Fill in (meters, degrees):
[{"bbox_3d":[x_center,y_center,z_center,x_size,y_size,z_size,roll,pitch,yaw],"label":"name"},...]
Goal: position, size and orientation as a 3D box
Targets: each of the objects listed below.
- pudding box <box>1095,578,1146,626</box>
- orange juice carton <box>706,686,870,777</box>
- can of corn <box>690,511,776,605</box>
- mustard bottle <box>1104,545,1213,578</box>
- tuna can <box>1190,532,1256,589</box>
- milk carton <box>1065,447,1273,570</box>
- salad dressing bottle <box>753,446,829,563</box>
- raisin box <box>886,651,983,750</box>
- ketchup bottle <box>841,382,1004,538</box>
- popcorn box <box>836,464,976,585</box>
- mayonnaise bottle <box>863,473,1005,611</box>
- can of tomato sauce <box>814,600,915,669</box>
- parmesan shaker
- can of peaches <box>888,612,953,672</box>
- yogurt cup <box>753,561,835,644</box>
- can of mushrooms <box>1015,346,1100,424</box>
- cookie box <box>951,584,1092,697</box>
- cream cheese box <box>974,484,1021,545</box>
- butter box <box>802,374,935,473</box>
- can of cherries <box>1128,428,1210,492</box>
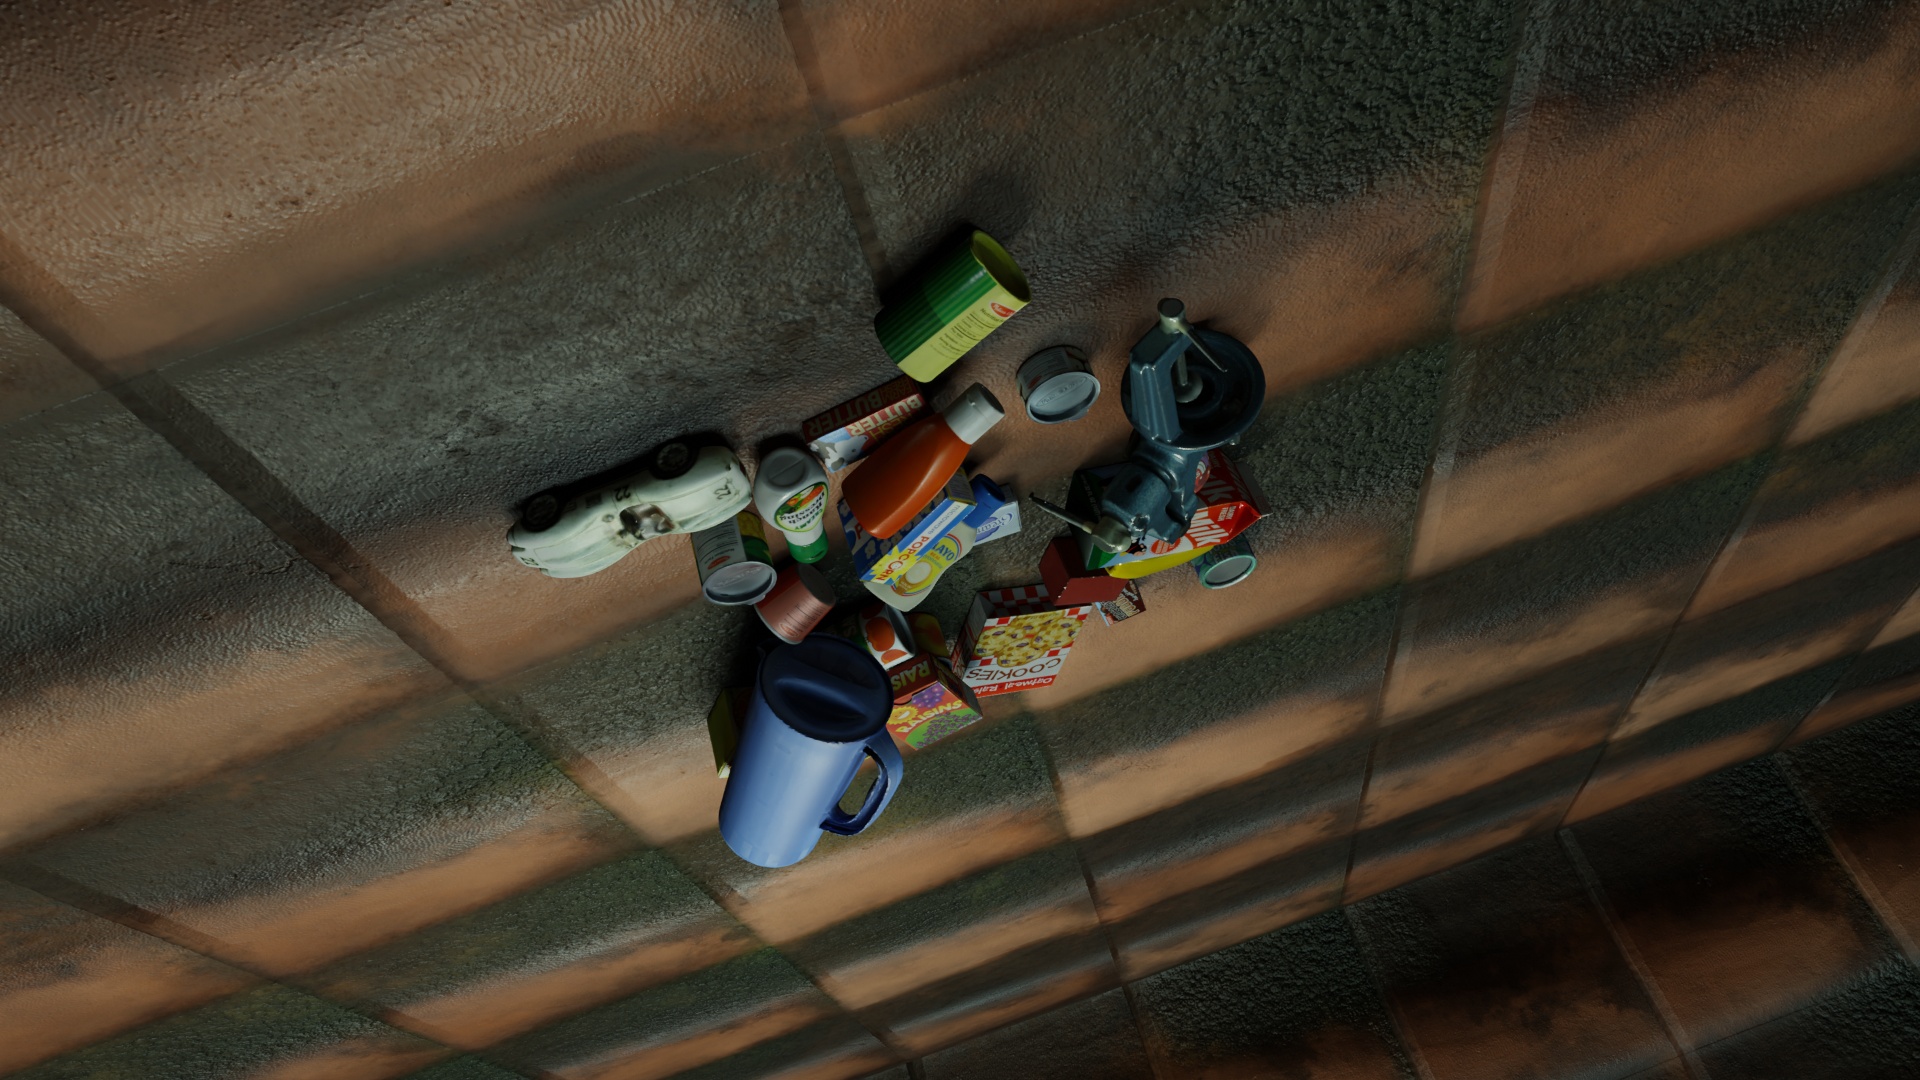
[{"bbox_3d":[0.169,0.057,1.517,0.049,0.030,0.083,-23,148,6],"label":"pudding box"},{"bbox_3d":[-0.171,0.206,1.518,0.193,0.072,0.072,1,142,-29],"label":"orange juice carton"},{"bbox_3d":[-0.200,0.017,1.229,0.071,0.058,0.070,-14,147,-9],"label":"can of corn"},{"bbox_3d":[0.218,-0.006,1.421,0.161,0.065,0.048,-13,153,-21],"label":"mustard bottle"},{"bbox_3d":[0.289,0.021,1.525,0.071,0.033,0.070,-14,148,-9],"label":"tuna can"},{"bbox_3d":[0.206,-0.035,1.357,0.191,0.072,0.073,-11,147,-13],"label":"milk carton"},{"bbox_3d":[-0.140,-0.027,1.199,0.064,0.044,0.147,-35,158,-13],"label":"salad dressing bottle"},{"bbox_3d":[-0.041,0.170,1.453,0.086,0.040,0.123,-26,147,11],"label":"raisin box"},{"bbox_3d":[-0.029,-0.069,1.144,0.148,0.065,0.043,-41,150,17],"label":"ketchup bottle"},{"bbox_3d":[-0.048,-0.031,1.214,0.038,0.085,0.126,14,135,-42],"label":"popcorn box"},{"bbox_3d":[-0.022,0.000,1.273,0.064,0.041,0.147,35,113,-30],"label":"mayonnaise bottle"},{"bbox_3d":[-0.098,0.104,1.411,0.083,0.071,0.071,-26,147,9],"label":"can of tomato sauce"},{"bbox_3d":[-0.009,-0.175,1.036,0.102,0.071,0.071,-36,145,25],"label":"parmesan shaker"},{"bbox_3d":[-0.046,0.118,1.467,0.071,0.058,0.071,-15,148,-9],"label":"can of peaches"},{"bbox_3d":[-0.155,0.056,1.310,0.054,0.072,0.072,-39,144,15],"label":"yogurt cup"},{"bbox_3d":[0.083,-0.131,1.183,0.071,0.033,0.070,-14,147,-9],"label":"can of mushrooms"},{"bbox_3d":[0.061,0.111,1.532,0.123,0.040,0.166,-6,145,-20],"label":"cookie box"},{"bbox_3d":[0.005,-0.017,1.322,0.104,0.024,0.053,-17,148,-4],"label":"cream cheese box"},{"bbox_3d":[-0.075,-0.097,1.157,0.103,0.024,0.053,-24,148,8],"label":"butter box"},{"bbox_3d":[0.196,-0.077,1.290,0.071,0.072,0.058,-25,148,8],"label":"can of cherries"}]
